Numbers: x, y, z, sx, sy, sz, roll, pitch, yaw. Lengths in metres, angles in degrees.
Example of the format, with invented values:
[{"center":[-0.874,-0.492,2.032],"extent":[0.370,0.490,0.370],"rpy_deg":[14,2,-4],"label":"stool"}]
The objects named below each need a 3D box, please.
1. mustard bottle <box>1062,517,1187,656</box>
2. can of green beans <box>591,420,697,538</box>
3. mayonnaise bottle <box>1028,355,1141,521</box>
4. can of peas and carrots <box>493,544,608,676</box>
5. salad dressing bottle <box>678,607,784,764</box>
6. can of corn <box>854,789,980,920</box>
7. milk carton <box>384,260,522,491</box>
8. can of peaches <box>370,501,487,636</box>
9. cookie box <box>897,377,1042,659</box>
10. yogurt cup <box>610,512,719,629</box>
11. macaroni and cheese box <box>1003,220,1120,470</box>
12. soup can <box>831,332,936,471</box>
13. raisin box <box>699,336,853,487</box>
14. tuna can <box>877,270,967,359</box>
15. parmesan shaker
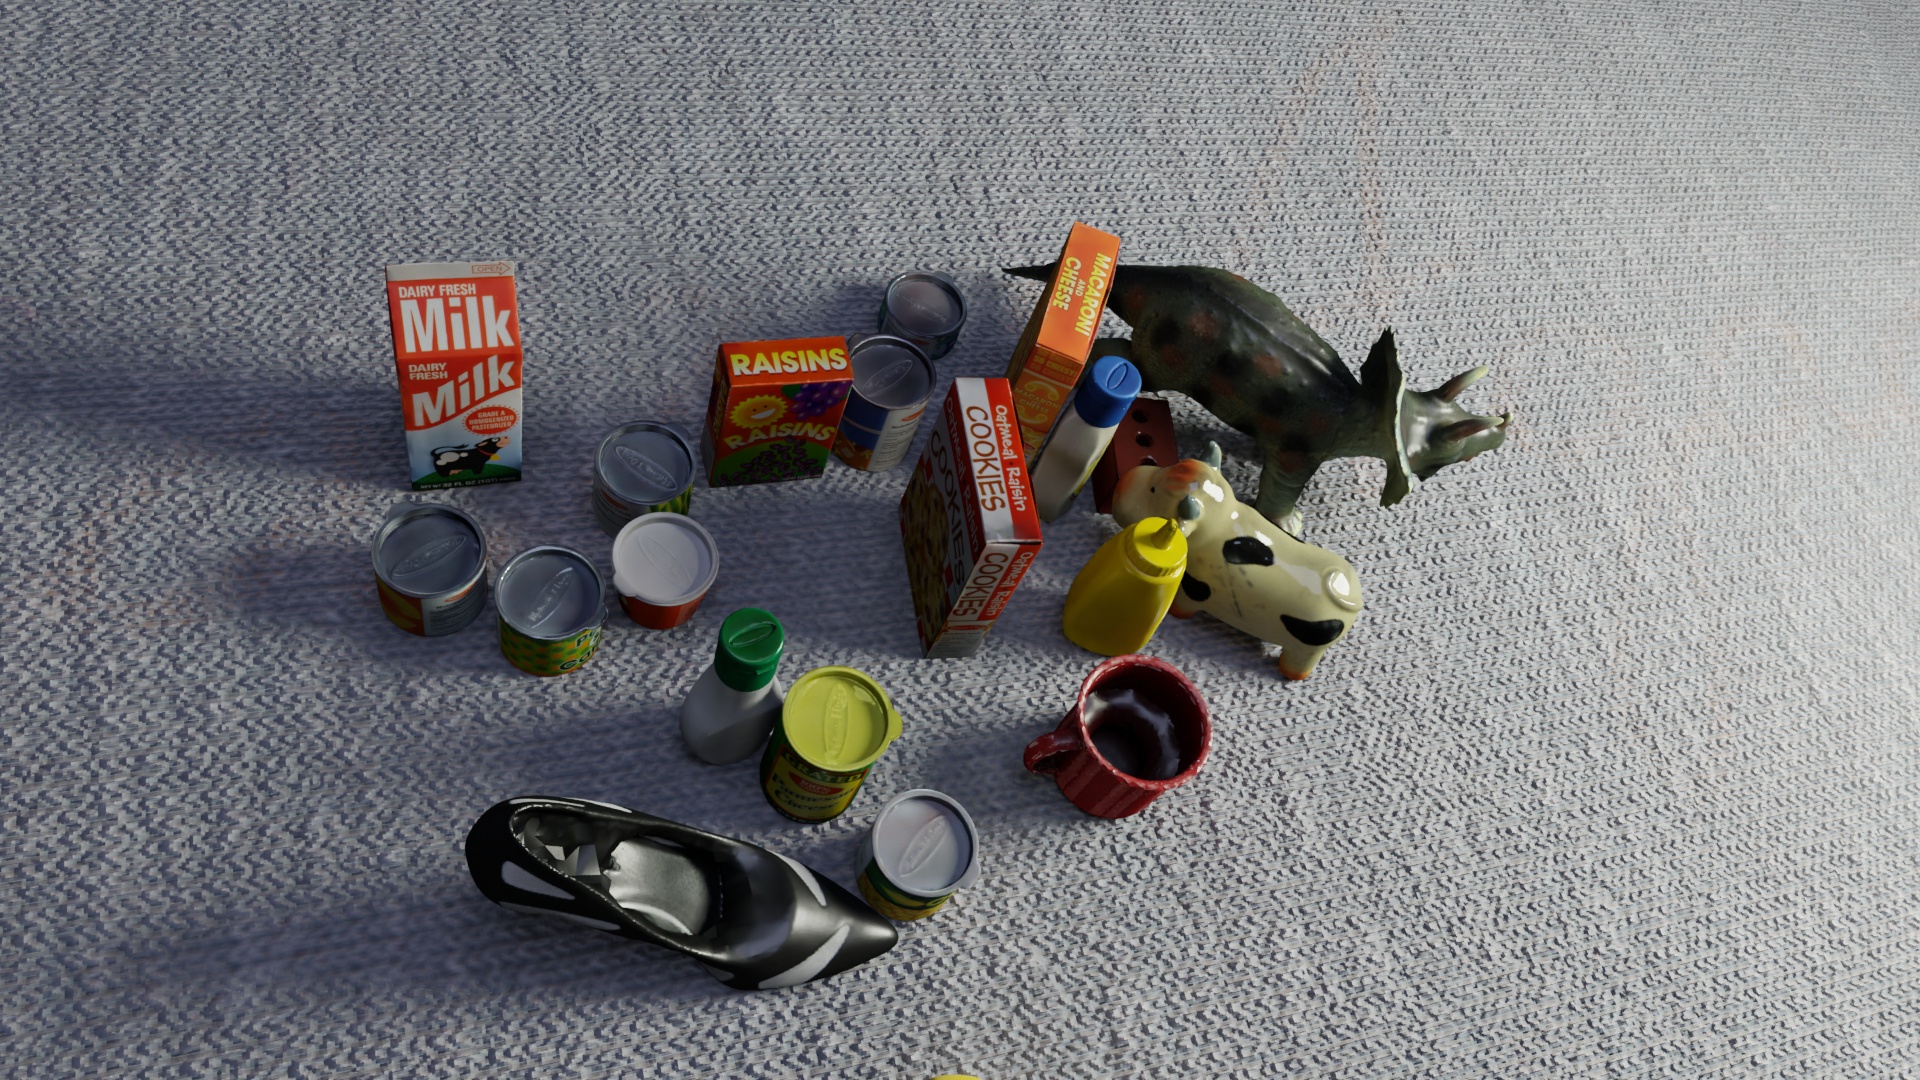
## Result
[{"center":[0.118,0.025,0.939],"extent":[0.065,0.159,0.049],"rpy_deg":[20,57,-5],"label":"mustard bottle"},{"center":[-0.213,-0.038,0.936],"extent":[0.071,0.057,0.071],"rpy_deg":[8,59,-13],"label":"can of green beans"},{"center":[0.087,-0.074,0.995],"extent":[0.041,0.147,0.065],"rpy_deg":[33,57,3],"label":"mayonnaise bottle"},{"center":[-0.256,0.046,0.873],"extent":[0.071,0.058,0.071],"rpy_deg":[8,59,-13],"label":"can of peas and carrots"},{"center":[-0.133,0.088,0.832],"extent":[0.064,0.147,0.044],"rpy_deg":[-20,68,-26],"label":"salad dressing bottle"},{"center":[-0.026,0.196,0.854],"extent":[0.071,0.058,0.071],"rpy_deg":[8,59,-13],"label":"can of corn"},{"center":[-0.315,-0.112,0.869],"extent":[0.072,0.189,0.074],"rpy_deg":[-8,63,-21],"label":"milk carton"},{"center":[-0.331,0.017,0.867],"extent":[0.071,0.057,0.071],"rpy_deg":[8,59,-13],"label":"can of peaches"},{"center":[0.003,-0.012,0.921],"extent":[0.040,0.166,0.123],"rpy_deg":[-1,61,-18],"label":"cookie box"},{"center":[-0.195,0.023,0.908],"extent":[0.072,0.053,0.073],"rpy_deg":[8,59,-13],"label":"yogurt cup"},{"center":[0.062,-0.130,1.010],"extent":[0.040,0.165,0.124],"rpy_deg":[21,57,-4],"label":"macaroni and cheese box"},{"center":[-0.061,-0.100,1.004],"extent":[0.071,0.083,0.071],"rpy_deg":[8,59,-13],"label":"soup can"},{"center":[-0.127,-0.088,0.952],"extent":[0.086,0.122,0.040],"rpy_deg":[-6,63,-20],"label":"raisin box"},{"center":[-0.029,-0.178,1.090],"extent":[0.071,0.032,0.071],"rpy_deg":[8,59,-13],"label":"tuna can"},{"center":[-0.081,0.128,0.851],"extent":[0.071,0.102,0.071],"rpy_deg":[8,59,-13],"label":"parmesan shaker"}]
